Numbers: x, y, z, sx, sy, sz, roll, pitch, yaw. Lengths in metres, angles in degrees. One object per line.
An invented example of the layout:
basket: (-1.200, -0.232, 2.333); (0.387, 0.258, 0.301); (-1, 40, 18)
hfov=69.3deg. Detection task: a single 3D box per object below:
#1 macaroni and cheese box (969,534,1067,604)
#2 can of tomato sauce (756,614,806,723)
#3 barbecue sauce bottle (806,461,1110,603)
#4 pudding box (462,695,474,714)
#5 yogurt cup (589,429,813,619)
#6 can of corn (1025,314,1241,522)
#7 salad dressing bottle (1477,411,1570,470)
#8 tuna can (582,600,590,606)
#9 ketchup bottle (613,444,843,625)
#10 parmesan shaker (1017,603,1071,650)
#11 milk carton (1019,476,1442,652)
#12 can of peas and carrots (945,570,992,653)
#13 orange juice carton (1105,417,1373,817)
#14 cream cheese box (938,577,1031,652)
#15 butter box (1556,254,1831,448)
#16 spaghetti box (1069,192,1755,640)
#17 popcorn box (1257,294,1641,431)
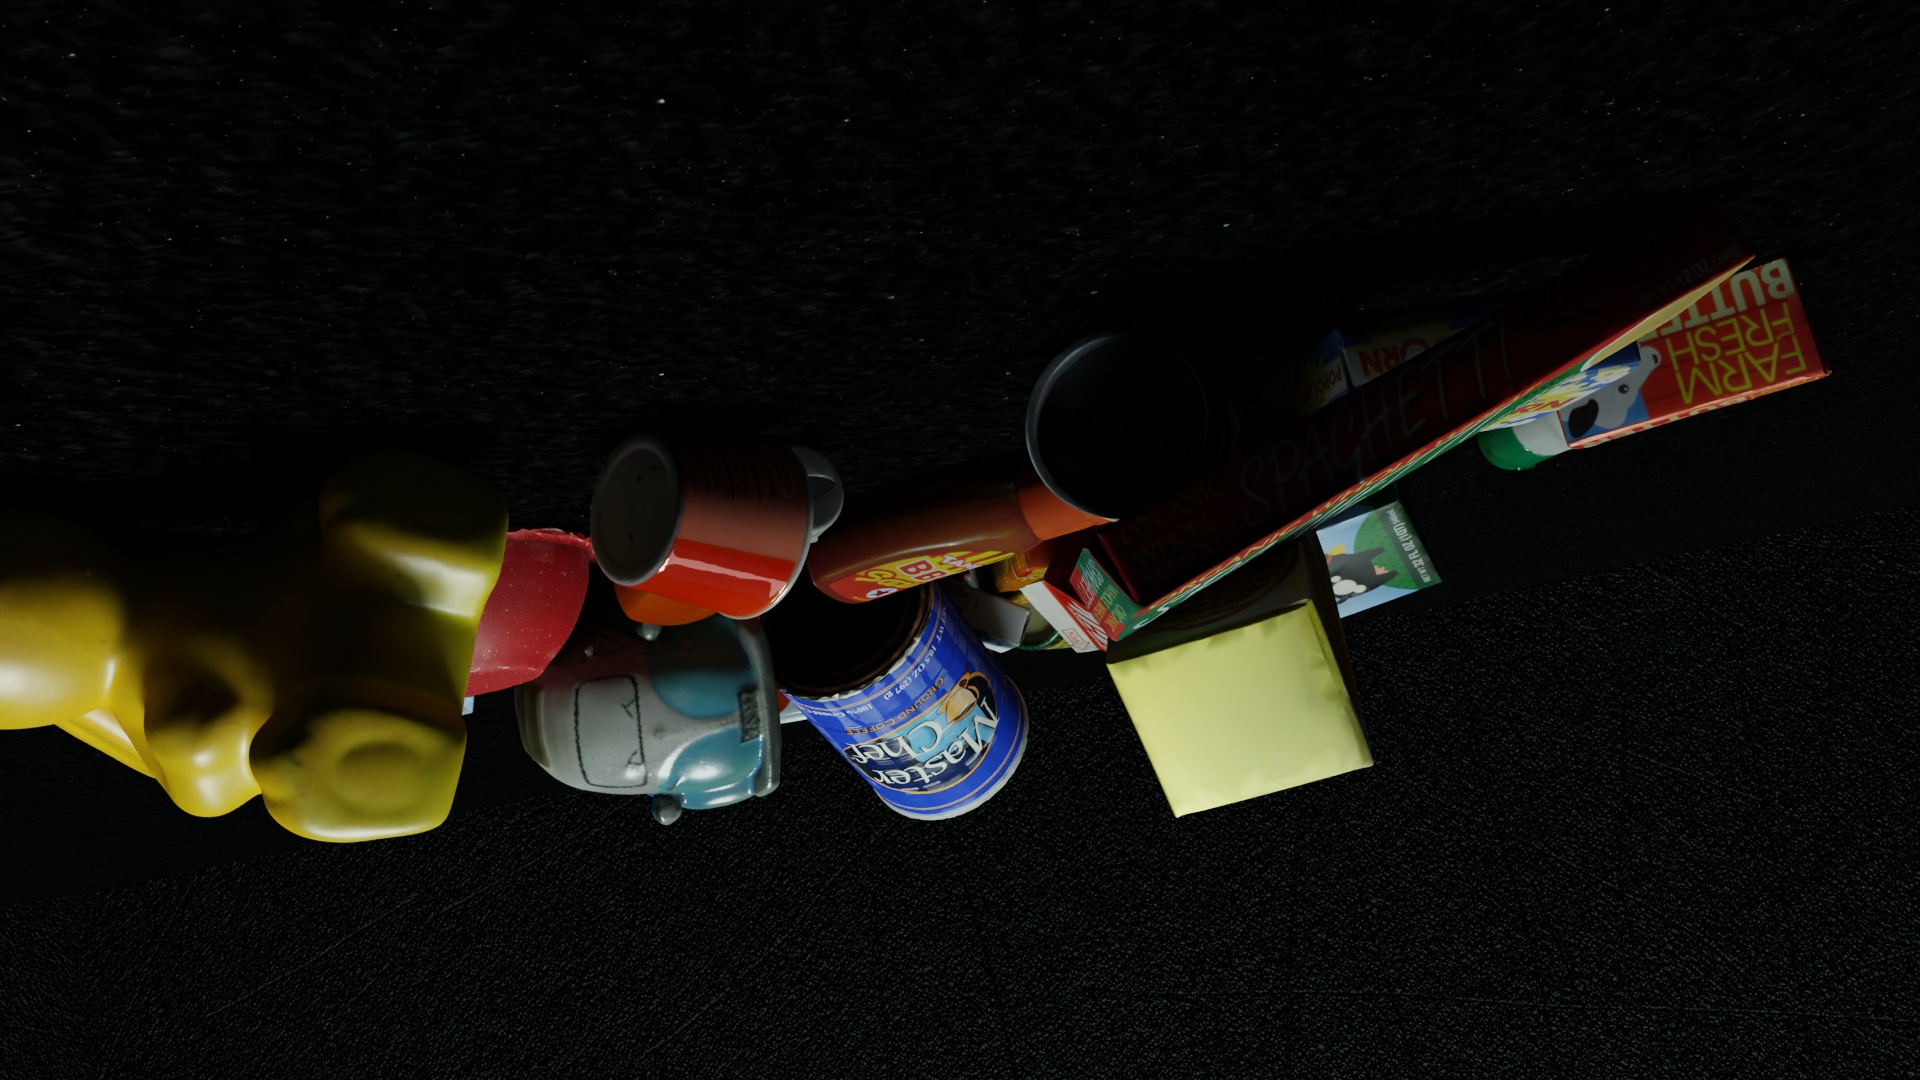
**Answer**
macaroni and cheese box: (0.077, 0.003, 0.827); (0.124, 0.040, 0.166); (-10, 171, -10)
can of tomato sauce: (-0.099, 0.065, 0.840); (0.071, 0.083, 0.071); (-11, 170, -2)
barbecue sauce bottle: (0.002, -0.008, 0.660); (0.148, 0.044, 0.065); (-17, 165, 25)
pudding box: (-0.275, 0.065, 0.731); (0.030, 0.050, 0.083); (-10, 171, -22)
yogurt cup: (-0.093, -0.008, 0.492); (0.072, 0.072, 0.054); (-20, 159, 39)
can of corn: (0.064, -0.040, 0.496); (0.071, 0.071, 0.058); (-15, 170, 18)
salad dressing bottle: (0.309, -0.068, 0.691); (0.064, 0.044, 0.147); (-12, 172, -9)
tuna can: (-0.197, 0.053, 0.802); (0.071, 0.033, 0.071); (-11, 171, -2)
ketchup bottle: (-0.096, 0.000, 0.586); (0.065, 0.043, 0.148); (-13, 172, -33)
parmesan shaker: (0.072, 0.043, 0.976); (0.071, 0.071, 0.103); (-19, 168, 35)
milk carton: (0.128, 0.009, 0.692); (0.190, 0.074, 0.072); (-22, 136, 20)
can of peas and carrots: (-0.015, 0.060, 0.954); (0.058, 0.071, 0.071); (-15, 170, 13)
orange juice carton: (0.105, 0.014, 0.547); (0.073, 0.071, 0.193); (-18, -156, 17)
cream cheese box: (-0.013, 0.038, 0.831); (0.104, 0.024, 0.053); (20, 167, -5)
butter box: (0.306, -0.079, 0.594); (0.103, 0.053, 0.024); (-18, 170, 31)
spaghetti box: (0.150, -0.041, 0.462); (0.250, 0.029, 0.050); (-29, 168, -11)
popcorn box: (0.199, -0.067, 0.576); (0.127, 0.038, 0.085); (-10, 171, -11)
